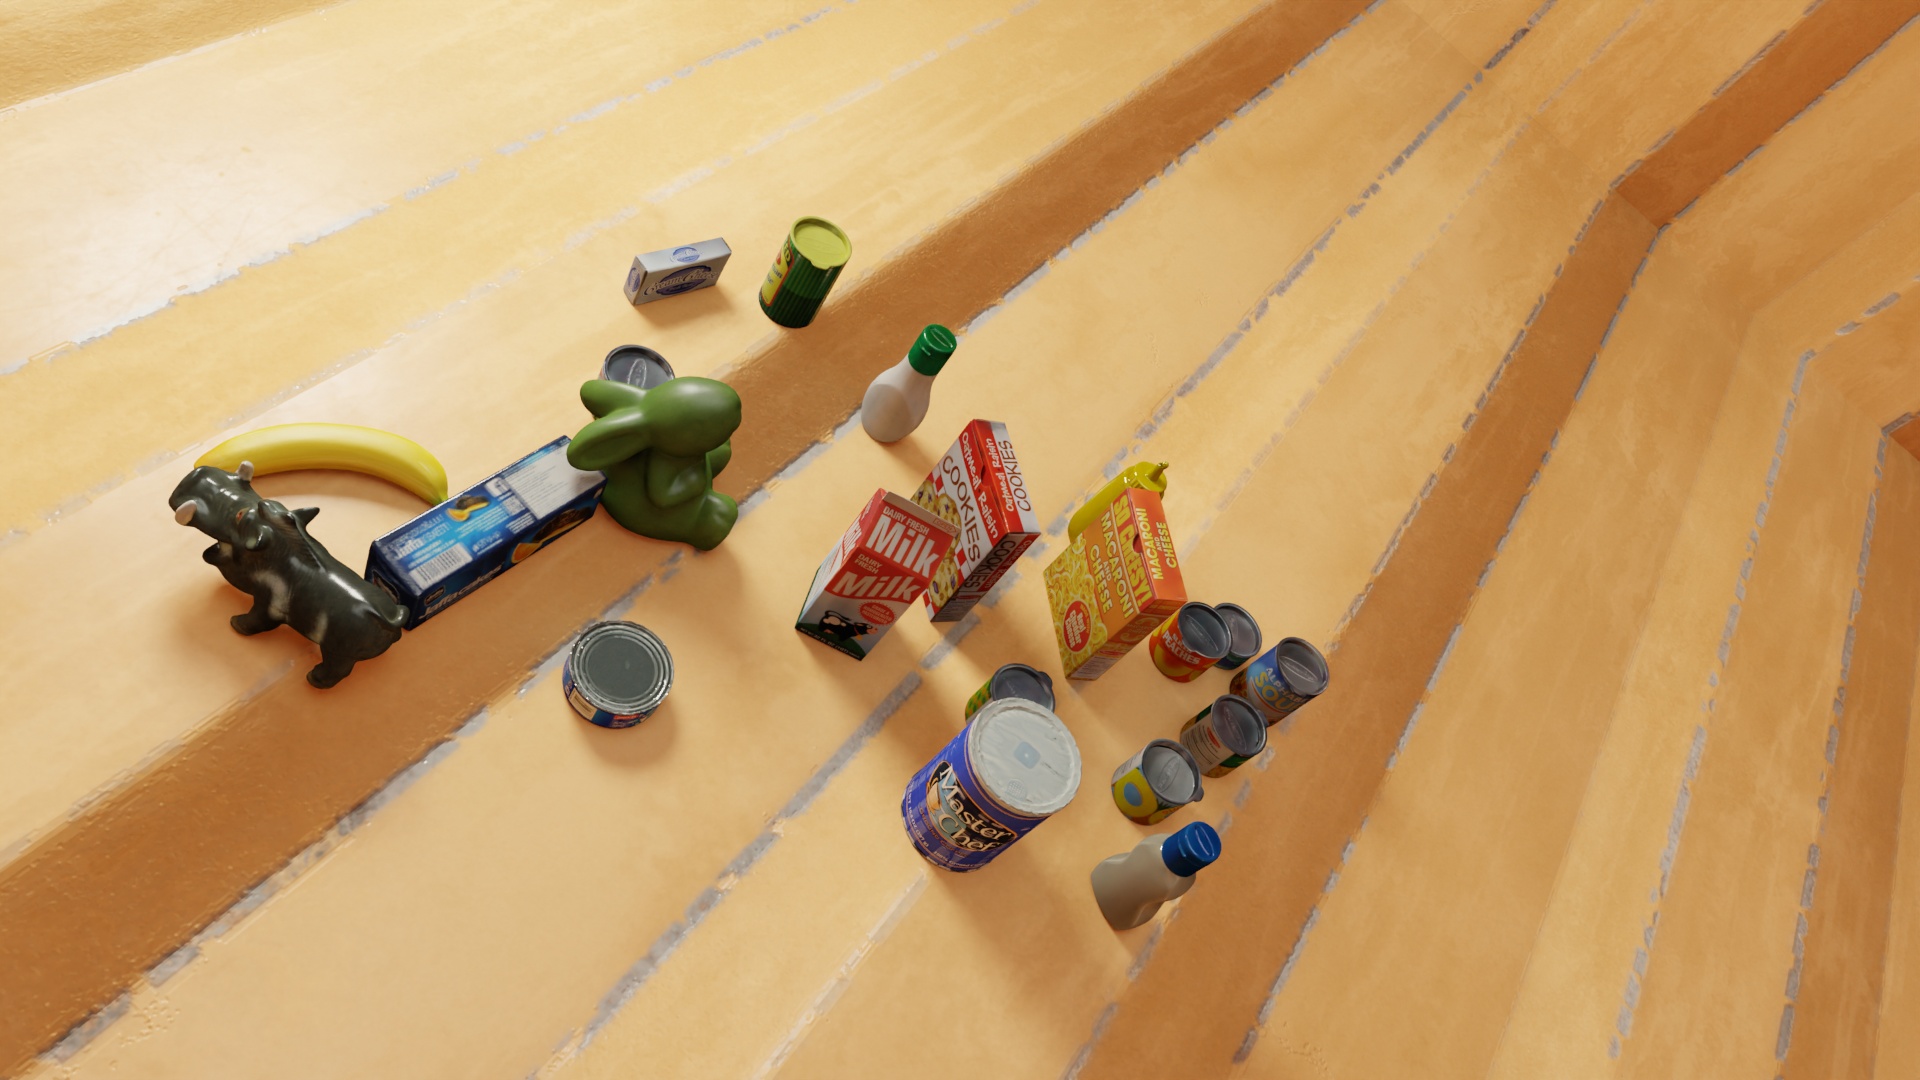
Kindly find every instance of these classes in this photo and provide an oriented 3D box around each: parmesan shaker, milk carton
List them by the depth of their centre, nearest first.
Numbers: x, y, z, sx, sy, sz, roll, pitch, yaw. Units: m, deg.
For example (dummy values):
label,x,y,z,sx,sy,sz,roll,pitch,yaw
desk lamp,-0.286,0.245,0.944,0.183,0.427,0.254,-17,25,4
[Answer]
label,x,y,z,sx,sy,sz,roll,pitch,yaw
milk carton,-0.071,0.022,1.217,0.072,0.189,0.074,27,49,-12
parmesan shaker,-0.162,-0.273,1.429,0.071,0.102,0.071,16,52,-21

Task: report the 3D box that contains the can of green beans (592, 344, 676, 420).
label,x,y,z,sx,sy,sz,roll,pitch,yaw
can of green beans,-0.303,-0.137,1.281,0.071,0.057,0.071,16,52,-21

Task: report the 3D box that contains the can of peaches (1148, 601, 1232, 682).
label,x,y,z,sx,sy,sz,roll,pitch,yaw
can of peaches,0.235,0.106,1.428,0.071,0.057,0.071,16,52,-21

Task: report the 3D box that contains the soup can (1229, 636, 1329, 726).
label,x,y,z,sx,sy,sz,roll,pitch,yaw
soup can,0.328,0.149,1.435,0.071,0.083,0.072,16,52,-21

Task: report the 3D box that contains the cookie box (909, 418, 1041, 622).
label,x,y,z,sx,sy,sz,roll,pitch,yaw
cookie box,0.005,-0.016,1.304,0.040,0.166,0.123,0,59,-31

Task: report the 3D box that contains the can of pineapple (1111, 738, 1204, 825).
label,x,y,z,sx,sy,sz,roll,pitch,yaw
can of pineapple,0.185,0.230,1.312,0.071,0.057,0.071,16,52,-21

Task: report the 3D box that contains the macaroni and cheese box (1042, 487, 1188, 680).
label,x,y,z,sx,sy,sz,roll,pitch,yaw
macaroni and cheese box,0.145,0.045,1.345,0.040,0.165,0.124,7,56,-27

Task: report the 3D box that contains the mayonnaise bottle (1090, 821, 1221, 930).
label,x,y,z,sx,sy,sz,roll,pitch,yaw
mayonnaise bottle,0.170,0.286,1.202,0.041,0.147,0.065,-10,64,-35

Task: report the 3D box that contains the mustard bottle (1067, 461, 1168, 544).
label,x,y,z,sx,sy,sz,roll,pitch,yaw
mustard bottle,0.170,-0.039,1.423,0.065,0.159,0.049,-5,62,-33

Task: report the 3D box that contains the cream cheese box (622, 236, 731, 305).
label,x,y,z,sx,sy,sz,roll,pitch,yaw
cream cheese box,-0.283,-0.269,1.389,0.104,0.053,0.024,-24,73,-40

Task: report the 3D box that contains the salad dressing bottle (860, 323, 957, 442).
label,x,y,z,sx,sy,sz,roll,pitch,yaw
salad dressing bottle,-0.051,-0.156,1.383,0.064,0.147,0.044,44,48,3

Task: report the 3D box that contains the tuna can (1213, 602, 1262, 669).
label,x,y,z,sx,sy,sz,roll,pitch,yaw
tuna can,0.282,0.101,1.476,0.071,0.032,0.071,16,52,-21

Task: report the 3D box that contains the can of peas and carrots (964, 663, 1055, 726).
label,x,y,z,sx,sy,sz,roll,pitch,yaw
can of peas and carrots,0.046,0.154,1.283,0.071,0.058,0.071,16,52,-21

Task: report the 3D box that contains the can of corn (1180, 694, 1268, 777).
label,x,y,z,sx,sy,sz,roll,pitch,yaw
can of corn,0.263,0.195,1.382,0.071,0.058,0.071,16,52,-21
